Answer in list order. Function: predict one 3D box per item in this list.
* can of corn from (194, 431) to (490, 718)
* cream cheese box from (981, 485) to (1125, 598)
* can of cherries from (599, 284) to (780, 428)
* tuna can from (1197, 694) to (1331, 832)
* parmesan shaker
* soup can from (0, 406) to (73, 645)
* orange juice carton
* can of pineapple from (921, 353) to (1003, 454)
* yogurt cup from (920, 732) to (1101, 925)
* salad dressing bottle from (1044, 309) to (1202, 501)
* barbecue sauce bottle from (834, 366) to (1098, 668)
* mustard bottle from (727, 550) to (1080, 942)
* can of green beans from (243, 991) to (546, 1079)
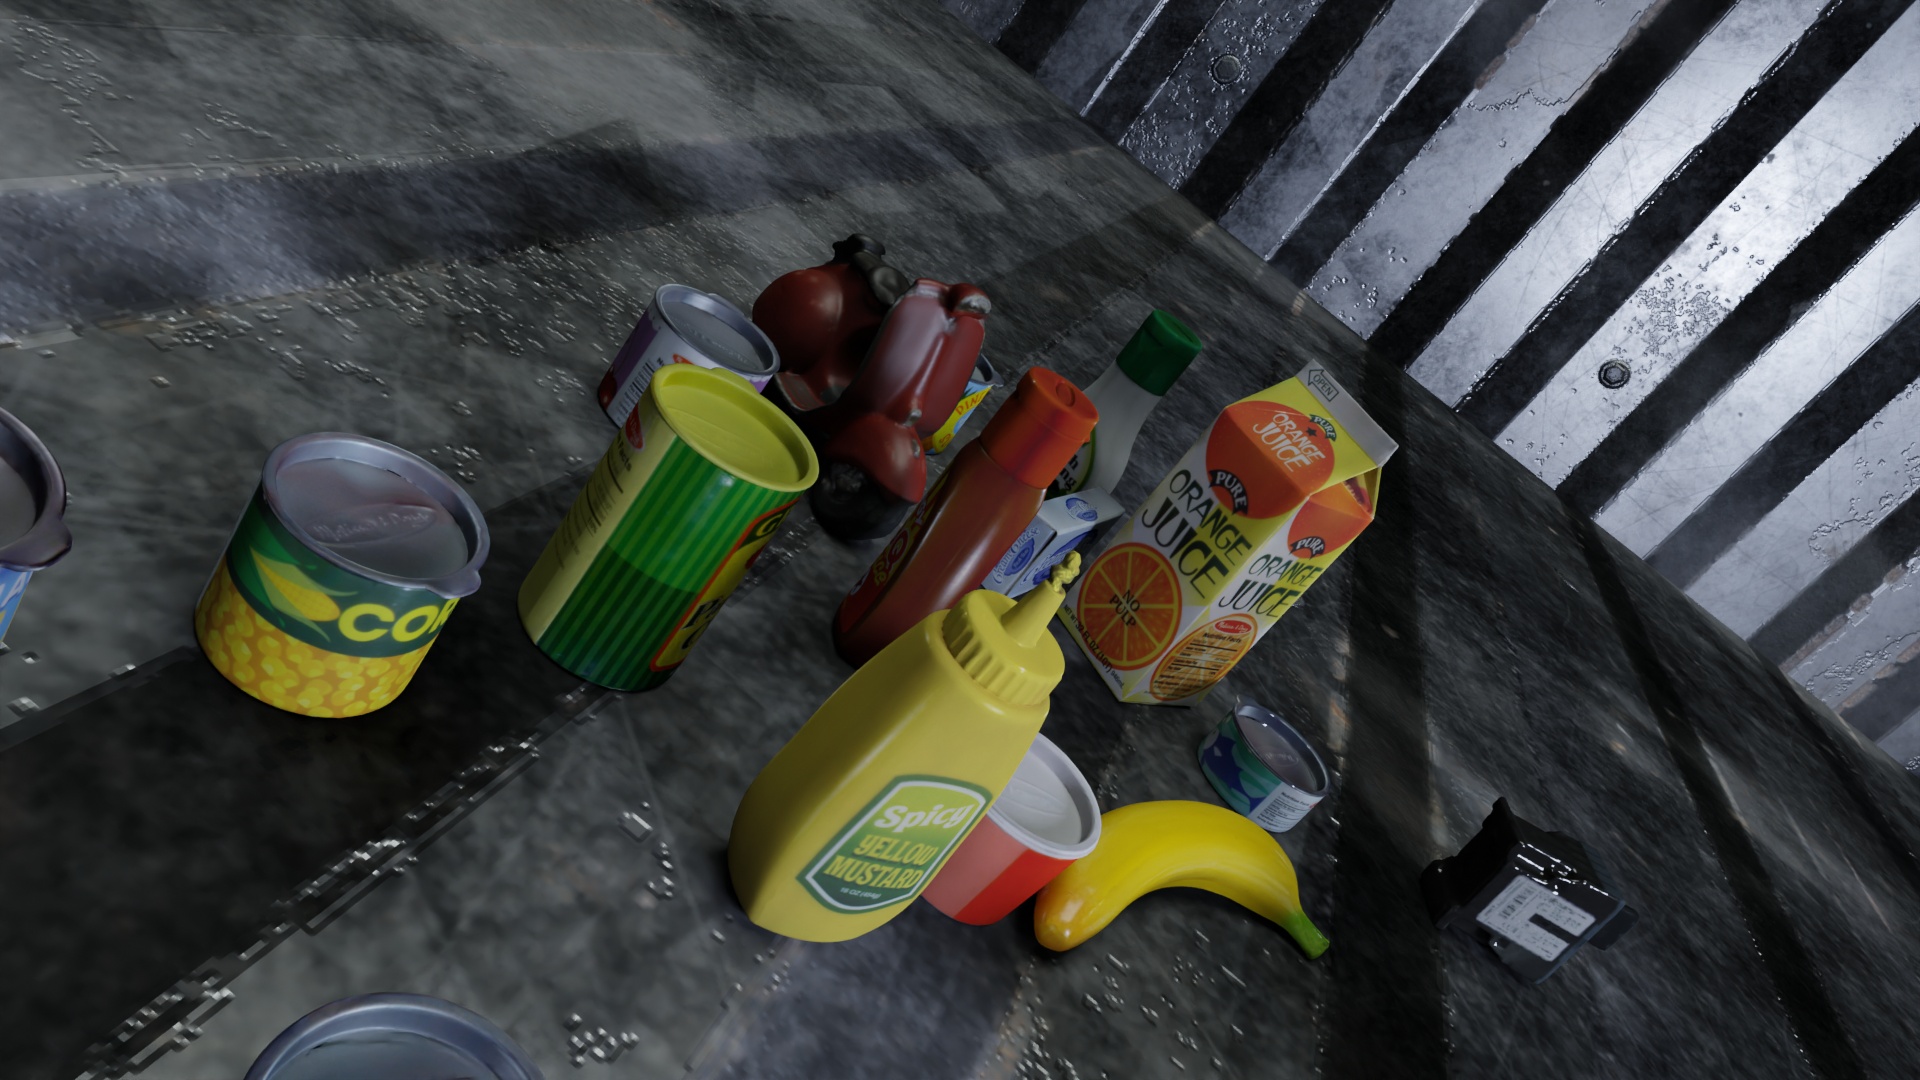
[{"bbox_3d":[-0.184,0.012,0.417,0.071,0.058,0.071,31,24,-16],"label":"can of corn"},{"bbox_3d":[0.051,0.001,0.775,0.024,0.053,0.104,45,24,15],"label":"cream cheese box"},{"bbox_3d":[-0.128,-0.079,0.660,0.071,0.058,0.072,31,24,-16],"label":"can of cherries"},{"bbox_3d":[0.160,0.119,0.742,0.071,0.032,0.071,31,25,-16],"label":"tuna can"},{"bbox_3d":[-0.106,-0.005,0.502,0.071,0.102,0.071,31,24,-16],"label":"parmesan shaker"},{"bbox_3d":[-0.242,0.014,0.301,0.071,0.083,0.072,31,24,-16],"label":"soup can"},{"bbox_3d":[0.145,-0.002,0.739,0.073,0.192,0.072,11,35,-46],"label":"orange juice carton"},{"bbox_3d":[-0.020,-0.093,0.838,0.071,0.057,0.071,31,24,-16],"label":"can of pineapple"},{"bbox_3d":[0.011,0.108,0.526,0.072,0.053,0.073,31,24,-16],"label":"yogurt cup"},{"bbox_3d":[0.085,-0.071,0.835,0.044,0.147,0.064,7,38,-50],"label":"salad dressing bottle"},{"bbox_3d":[0.002,-0.008,0.603,0.043,0.148,0.065,34,24,-9],"label":"barbecue sauce bottle"},{"bbox_3d":[-0.012,0.063,0.441,0.065,0.159,0.049,19,30,-37],"label":"mustard bottle"},{"bbox_3d":[-0.123,0.137,0.280,0.071,0.057,0.071,31,24,-16],"label":"can of green beans"}]
